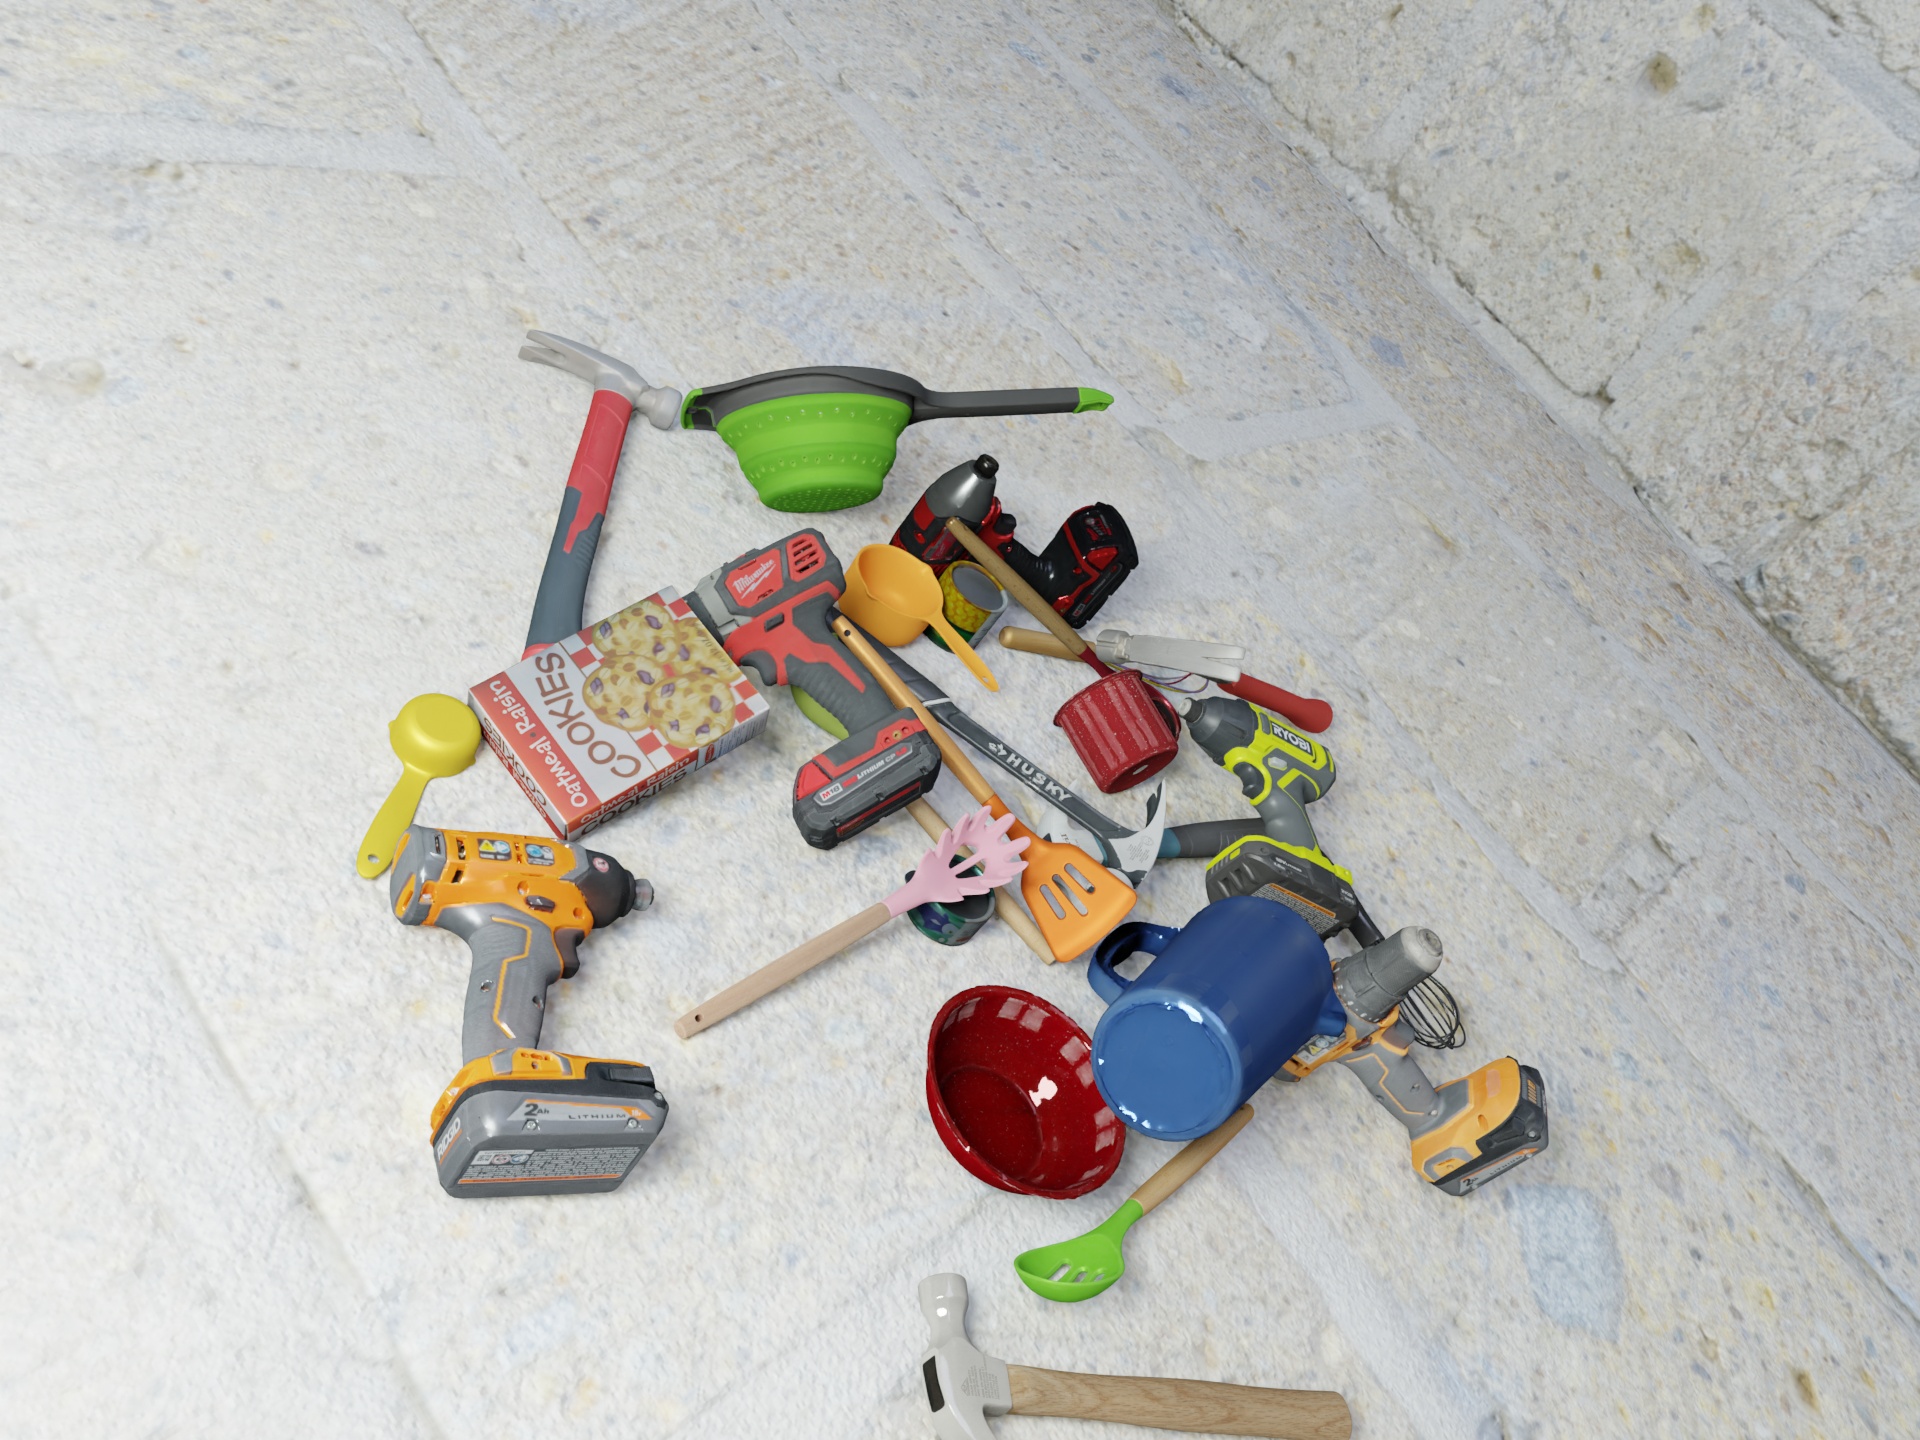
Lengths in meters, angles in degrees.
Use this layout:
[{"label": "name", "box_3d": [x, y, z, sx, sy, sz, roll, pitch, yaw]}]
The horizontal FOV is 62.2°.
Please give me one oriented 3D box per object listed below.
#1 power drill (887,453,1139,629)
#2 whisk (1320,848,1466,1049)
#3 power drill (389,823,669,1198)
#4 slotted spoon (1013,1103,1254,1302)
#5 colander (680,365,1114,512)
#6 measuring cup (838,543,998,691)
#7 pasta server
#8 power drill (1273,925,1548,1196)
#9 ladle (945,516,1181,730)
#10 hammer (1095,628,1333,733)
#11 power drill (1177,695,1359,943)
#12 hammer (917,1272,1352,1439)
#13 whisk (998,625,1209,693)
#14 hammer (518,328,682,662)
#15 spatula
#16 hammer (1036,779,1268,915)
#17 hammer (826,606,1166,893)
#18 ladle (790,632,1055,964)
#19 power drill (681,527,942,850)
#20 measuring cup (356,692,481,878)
[{"label": "power drill", "box_3d": [0.053, -0.171, 1.497, 0.219, 0.143, 0.079, 13, 42, -34]}, {"label": "whisk", "box_3d": [0.386, 0.206, 1.475, 0.055, 0.055, 0.239, -3, 49, -42]}, {"label": "power drill", "box_3d": [-0.245, 0.163, 0.951, 0.164, 0.084, 0.227, 9, 43, -35]}, {"label": "slotted spoon", "box_3d": [0.138, 0.338, 1.133, 0.313, 0.070, 0.031, -18, 107, -53]}, {"label": "colander", "box_3d": [-0.049, -0.247, 1.435, 0.397, 0.204, 0.094, -5, 85, -14]}, {"label": "measuring cup", "box_3d": [-0.037, -0.076, 1.398, 0.174, 0.052, 0.095, 48, 38, 8]}, {"label": "pasta server", "box_3d": [-0.070, 0.143, 1.119, 0.316, 0.040, 0.060, -26, 79, -41]}, {"label": "power drill", "box_3d": [0.373, 0.269, 1.286, 0.226, 0.185, 0.084, 37, 35, -9]}, {"label": "ladle", "box_3d": [0.096, -0.082, 1.475, 0.315, 0.031, 0.069, 42, 34, -25]}, {"label": "hammer", "box_3d": [0.283, -0.032, 1.540, 0.149, 0.037, 0.358, 11, -3, 38]}, {"label": "power drill", "box_3d": [0.271, 0.081, 1.426, 0.171, 0.080, 0.223, 27, 40, -24]}, {"label": "hammer", "box_3d": [0.122, 0.439, 1.019, 0.331, 0.031, 0.130, 18, 42, -27]}, {"label": "whisk", "box_3d": [0.145, -0.066, 1.549, 0.244, 0.047, 0.051, 9, 15, -28]}, {"label": "hammer", "box_3d": [-0.316, -0.178, 1.274, 0.143, 0.038, 0.387, 22, 40, -20]}, {"label": "spatula", "box_3d": [0.007, 0.043, 1.244, 0.322, 0.081, 0.041, 49, 2, 1]}, {"label": "hammer", "box_3d": [0.197, 0.110, 1.421, 0.330, 0.033, 0.128, -1, 54, -41]}, {"label": "hammer", "box_3d": [-0.002, -0.004, 1.332, 0.409, 0.036, 0.149, 37, 44, 6]}, {"label": "ladle", "box_3d": [-0.024, 0.062, 1.264, 0.062, 0.078, 0.320, -41, 85, -12]}, {"label": "power drill", "box_3d": [-0.137, -0.016, 1.191, 0.188, 0.080, 0.227, -30, 77, -10]}, {"label": "measuring cup", "box_3d": [-0.353, 0.039, 1.025, 0.062, 0.029, 0.157, 27, 37, -16]}]
